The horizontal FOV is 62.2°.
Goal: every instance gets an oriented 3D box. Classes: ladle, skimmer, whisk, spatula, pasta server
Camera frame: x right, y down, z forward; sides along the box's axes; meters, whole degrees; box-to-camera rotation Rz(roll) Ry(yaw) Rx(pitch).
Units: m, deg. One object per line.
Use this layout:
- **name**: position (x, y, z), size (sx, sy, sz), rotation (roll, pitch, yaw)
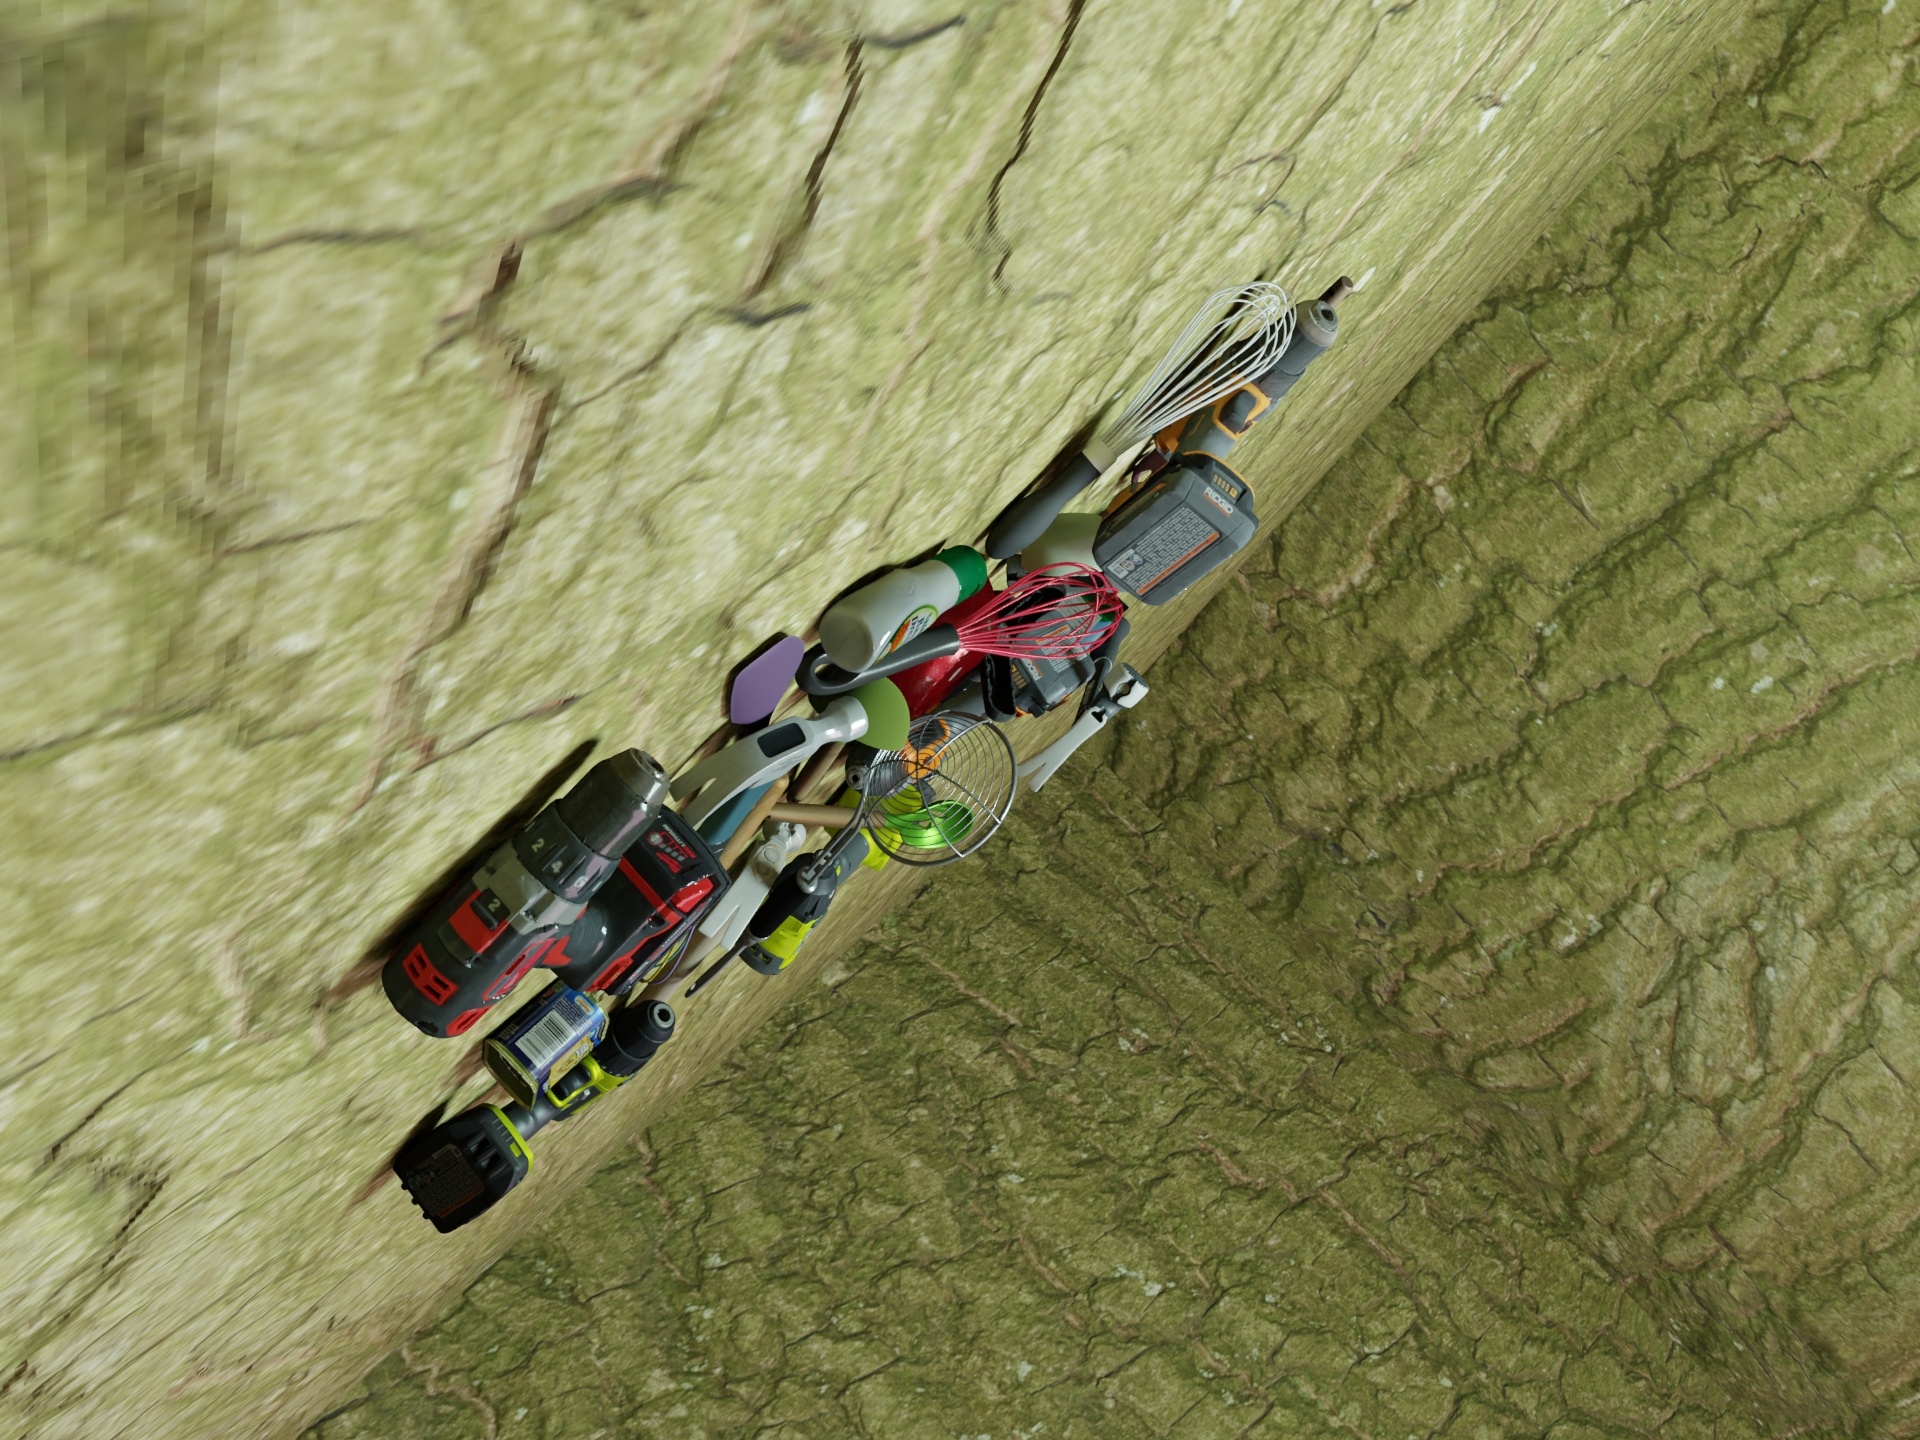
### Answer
- **ladle**: position (-0.107, 0.030, 1.249), size (0.062, 0.078, 0.320), rotation (-65, -172, -23)
- **skimmer**: position (-0.077, 0.111, 1.307), size (0.090, 0.127, 0.363), rotation (10, 148, -25)
- **whisk**: position (-0.211, 0.126, 1.298), size (0.245, 0.051, 0.047), rotation (-52, -169, 25)
- **whisk**: position (0.125, -0.215, 1.157), size (0.284, 0.070, 0.070), rotation (-41, 174, 11)
- **spatula**: position (-0.138, 0.011, 1.089), size (0.060, 0.018, 0.315), rotation (-39, 171, -20)
- **whisk**: position (0.007, -0.061, 1.128), size (0.295, 0.073, 0.073), rotation (-17, 157, -37)
- **pasta server**: position (0.232, -0.269, 1.345), size (0.040, 0.060, 0.316), rotation (-19, 164, -36)

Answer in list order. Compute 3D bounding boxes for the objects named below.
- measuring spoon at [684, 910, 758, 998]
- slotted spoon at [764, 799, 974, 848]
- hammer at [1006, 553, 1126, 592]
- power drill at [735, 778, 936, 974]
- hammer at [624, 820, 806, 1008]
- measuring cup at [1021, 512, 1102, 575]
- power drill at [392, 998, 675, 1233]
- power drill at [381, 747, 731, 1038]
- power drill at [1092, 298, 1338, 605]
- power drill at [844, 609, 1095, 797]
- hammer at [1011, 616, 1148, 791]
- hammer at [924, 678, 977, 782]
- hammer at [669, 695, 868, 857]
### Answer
- **measuring spoon**: position (-0.221, 0.216, 1.470), size (0.124, 0.018, 0.034), rotation (-44, -159, 21)
- **slotted spoon**: position (-0.086, 0.087, 1.438), size (0.070, 0.031, 0.313), rotation (-43, 155, 21)
- **hammer**: position (0.150, -0.161, 1.450), size (0.335, 0.146, 0.035), rotation (-45, 134, -69)
- **power drill**: position (-0.119, 0.132, 1.550), size (0.223, 0.080, 0.171), rotation (-49, 175, -47)
- **hammer**: position (-0.269, 0.238, 1.505), size (0.410, 0.038, 0.146), rotation (-48, -172, 45)
- **measuring cup**: position (0.129, -0.151, 1.279), size (0.167, 0.038, 0.083), rotation (-11, -159, -13)
- **power drill**: position (-0.362, 0.333, 1.390), size (0.190, 0.080, 0.228), rotation (-36, 180, 35)
- **power drill**: position (-0.212, 0.093, 0.922), size (0.188, 0.080, 0.226), rotation (-45, 170, 5)
- **power drill**: position (0.201, -0.213, 1.215), size (0.185, 0.084, 0.226), rotation (-37, -160, 48)
- **power drill**: position (-0.002, -0.005, 1.437), size (0.226, 0.084, 0.164), rotation (-33, 179, 24)
- **hammer**: position (0.134, -0.041, 1.588), size (0.149, 0.036, 0.409), rotation (-45, -176, 18)
- **hammer**: position (-0.037, 0.023, 1.694), size (0.127, 0.034, 0.336), rotation (-40, 172, -28)
- **hammer**: position (-0.181, 0.086, 1.154), size (0.128, 0.033, 0.331), rotation (-23, 165, -36)
